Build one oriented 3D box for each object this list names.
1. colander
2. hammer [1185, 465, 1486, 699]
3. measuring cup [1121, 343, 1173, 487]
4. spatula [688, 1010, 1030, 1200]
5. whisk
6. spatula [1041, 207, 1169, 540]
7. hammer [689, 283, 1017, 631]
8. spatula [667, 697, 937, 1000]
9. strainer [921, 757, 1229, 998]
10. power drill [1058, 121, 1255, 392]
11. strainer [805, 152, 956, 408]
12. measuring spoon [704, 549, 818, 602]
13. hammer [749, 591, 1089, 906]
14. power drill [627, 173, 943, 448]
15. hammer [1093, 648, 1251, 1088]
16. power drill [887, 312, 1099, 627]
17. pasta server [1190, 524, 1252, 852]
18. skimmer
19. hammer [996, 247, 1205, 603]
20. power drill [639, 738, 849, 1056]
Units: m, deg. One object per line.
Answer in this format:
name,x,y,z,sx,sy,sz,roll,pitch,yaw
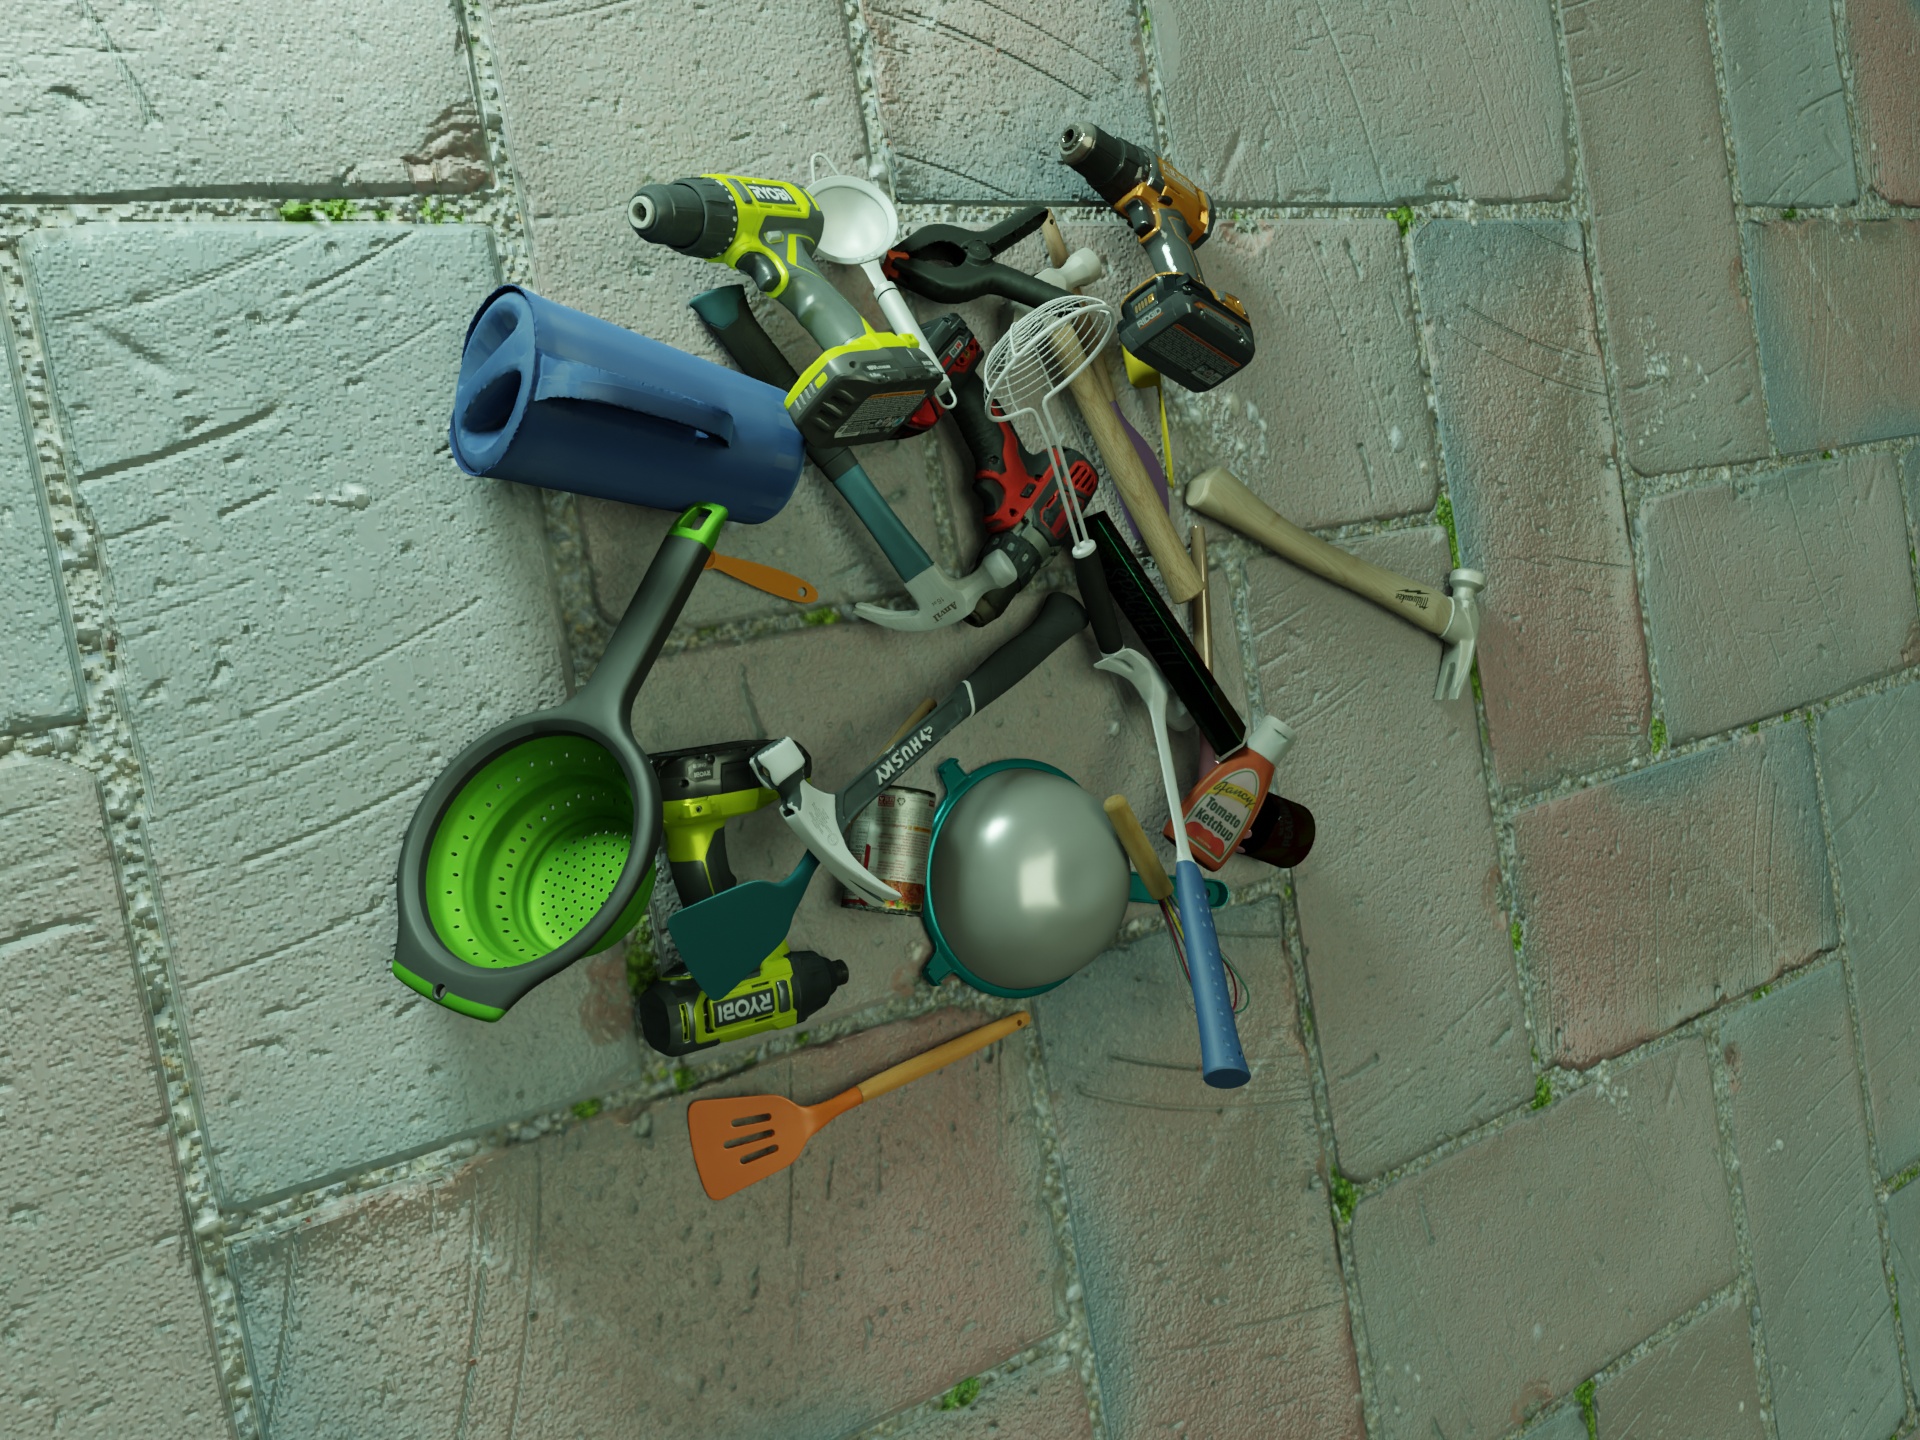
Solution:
colander,-0.248,0.030,1.134,0.397,0.205,0.094,-65,150,-15
hammer,0.388,-0.149,1.629,0.410,0.038,0.146,21,77,-30
measuring cup,0.177,-0.293,1.500,0.029,0.062,0.156,-11,110,3
spatula,-0.071,0.298,1.310,0.322,0.041,0.081,-16,96,-37
whisk,0.187,0.169,1.383,0.047,0.051,0.244,-47,115,-43
spatula,0.132,-0.321,1.480,0.060,0.018,0.315,-27,103,-27
hammer,-0.100,-0.212,1.283,0.128,0.033,0.331,-34,101,15
spatula,-0.104,0.079,1.220,0.318,0.044,0.082,-52,129,-41
strainer,0.128,0.145,1.404,0.340,0.095,0.211,8,83,-31
power drill,0.172,-0.426,1.431,0.185,0.084,0.226,18,53,-42
strainer,-0.065,-0.352,1.294,0.087,0.050,0.259,-22,69,-16
measuring spoon,-0.165,-0.116,1.280,0.116,0.011,0.021,18,78,-35
hammer,-0.002,-0.004,1.298,0.409,0.036,0.149,-41,102,-46
power drill,-0.133,-0.318,1.199,0.228,0.080,0.190,53,32,8
hammer,0.186,0.113,1.347,0.143,0.035,0.406,38,36,-43
power drill,0.005,-0.210,1.359,0.226,0.080,0.188,46,65,-26
pasta server,0.241,-0.031,1.524,0.040,0.060,0.316,0,83,-17
skimmer,0.105,-0.183,1.322,0.127,0.090,0.362,-34,129,-17
hammer,0.138,-0.254,1.459,0.130,0.031,0.331,-34,106,-19
power drill,-0.168,0.130,1.224,0.171,0.080,0.223,-9,95,-38
